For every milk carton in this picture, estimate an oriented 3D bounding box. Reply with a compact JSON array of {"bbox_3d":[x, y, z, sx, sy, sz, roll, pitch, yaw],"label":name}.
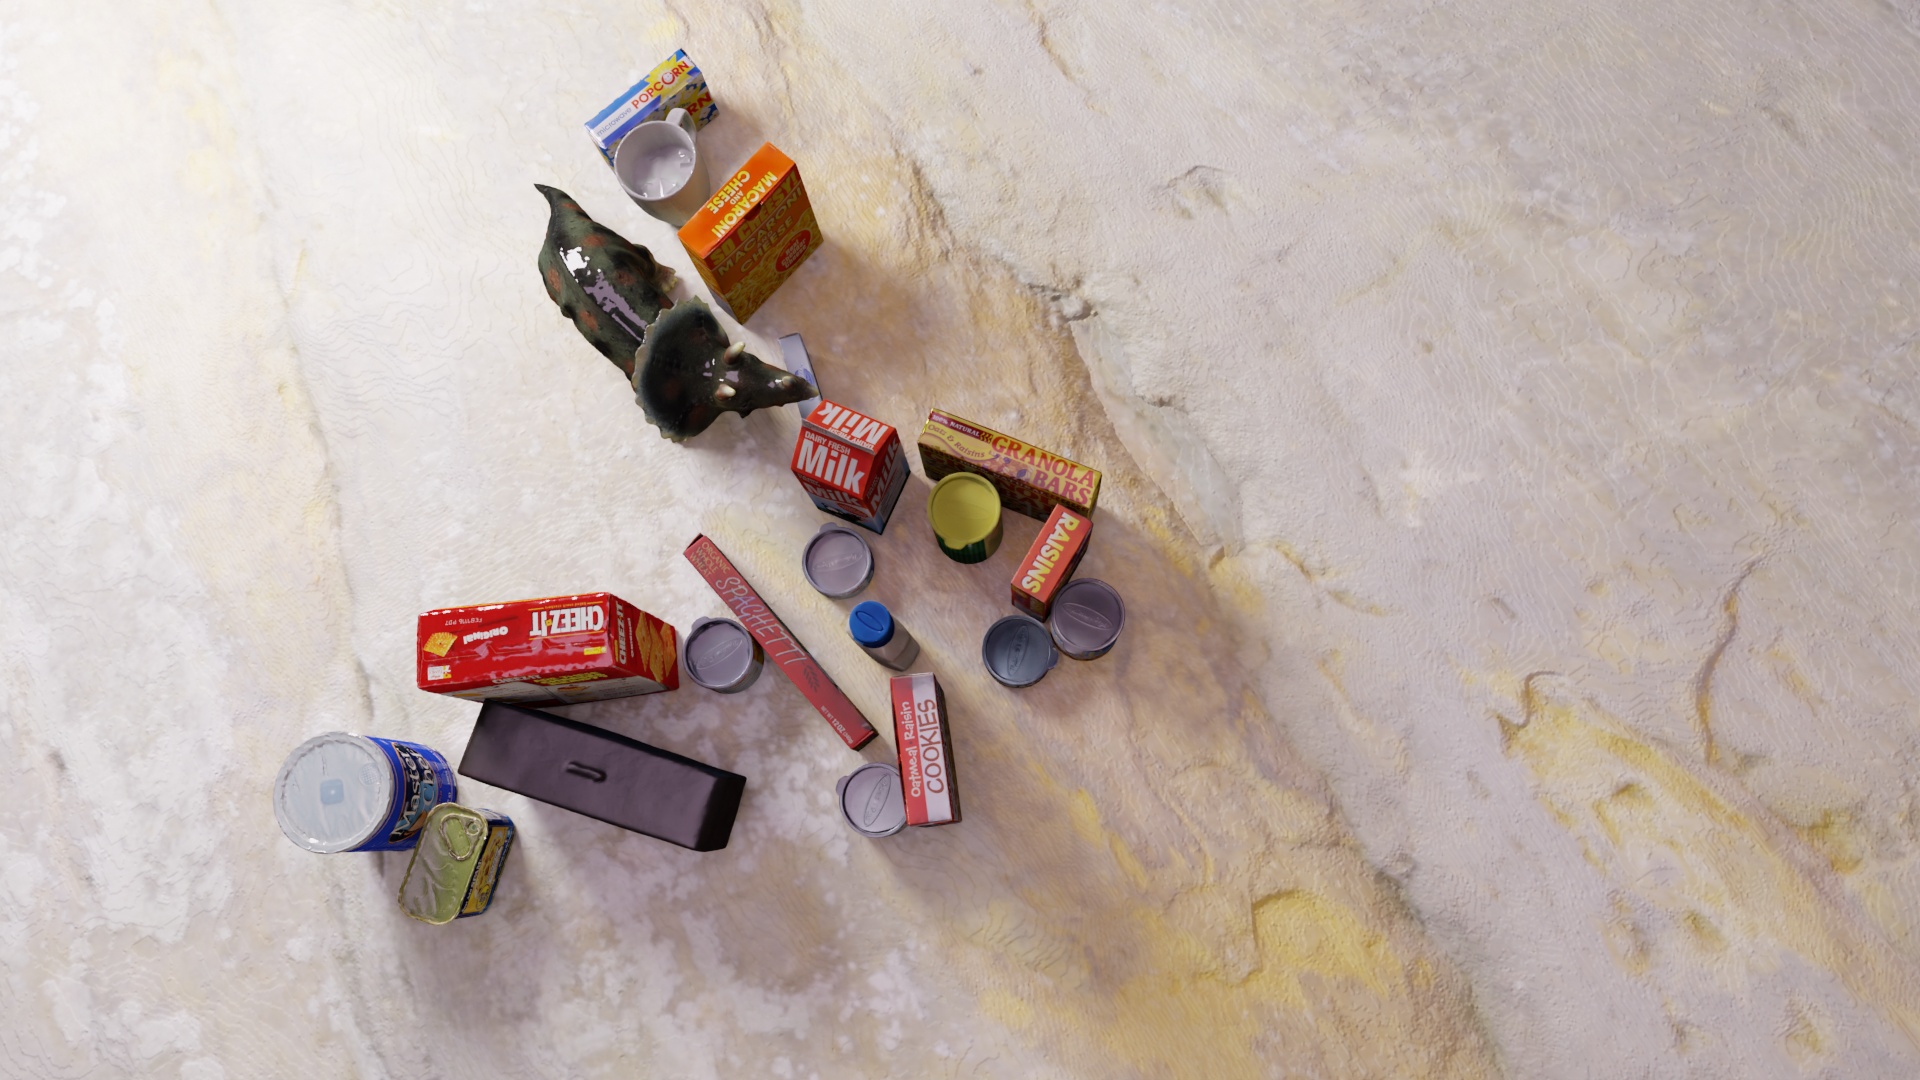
[{"bbox_3d":[-0.099,-0.069,1.257,0.072,0.190,0.073,23,80,7],"label":"milk carton"}]

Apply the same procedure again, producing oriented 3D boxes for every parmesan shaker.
[{"bbox_3d":[0.005,-0.016,1.285,0.071,0.103,0.071,-1,78,3],"label":"parmesan shaker"}]

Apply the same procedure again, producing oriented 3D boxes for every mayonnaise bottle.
[{"bbox_3d":[-0.072,0.083,1.243,0.065,0.148,0.041,33,82,9],"label":"mayonnaise bottle"}]

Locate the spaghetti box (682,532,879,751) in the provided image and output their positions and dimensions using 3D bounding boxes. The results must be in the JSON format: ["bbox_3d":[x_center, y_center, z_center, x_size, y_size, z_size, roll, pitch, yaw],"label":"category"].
[{"bbox_3d":[-0.168,0.095,1.295,0.029,0.050,0.250,-41,79,-6],"label":"spaghetti box"}]

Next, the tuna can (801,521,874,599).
[{"bbox_3d":[-0.116,0.020,1.318,0.071,0.032,0.071,-1,78,3],"label":"tuna can"}]

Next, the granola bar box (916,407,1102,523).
[{"bbox_3d":[0.047,-0.061,1.282,0.166,0.124,0.039,22,80,7],"label":"granola bar box"}]

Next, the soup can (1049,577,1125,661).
[{"bbox_3d":[0.113,0.076,1.269,0.071,0.083,0.071,-1,78,3],"label":"soup can"}]

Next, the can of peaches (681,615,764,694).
[{"bbox_3d":[-0.221,0.106,1.291,0.071,0.058,0.071,-1,78,3],"label":"can of peaches"}]

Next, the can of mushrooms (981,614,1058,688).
[{"bbox_3d":[0.056,0.105,1.291,0.071,0.033,0.071,-1,78,3],"label":"can of mushrooms"}]

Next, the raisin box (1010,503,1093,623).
[{"bbox_3d":[0.082,0.023,1.262,0.040,0.123,0.086,30,81,8],"label":"raisin box"}]

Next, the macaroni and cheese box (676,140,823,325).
[{"bbox_3d":[-0.195,-0.288,1.322,0.040,0.166,0.124,41,83,10],"label":"macaroni and cheese box"}]

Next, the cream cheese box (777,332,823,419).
[{"bbox_3d":[-0.148,-0.144,1.346,0.024,0.053,0.104,-18,77,-1],"label":"cream cheese box"}]

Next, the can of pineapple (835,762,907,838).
[{"bbox_3d":[-0.075,0.234,1.256,0.071,0.057,0.071,-1,78,3],"label":"can of pineapple"}]

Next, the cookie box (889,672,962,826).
[{"bbox_3d":[-0.030,0.186,1.209,0.040,0.167,0.123,-8,78,1],"label":"cookie box"}]

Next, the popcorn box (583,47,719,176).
[{"bbox_3d":[-0.310,-0.425,1.399,0.127,0.085,0.038,-41,79,-6],"label":"popcorn box"}]
